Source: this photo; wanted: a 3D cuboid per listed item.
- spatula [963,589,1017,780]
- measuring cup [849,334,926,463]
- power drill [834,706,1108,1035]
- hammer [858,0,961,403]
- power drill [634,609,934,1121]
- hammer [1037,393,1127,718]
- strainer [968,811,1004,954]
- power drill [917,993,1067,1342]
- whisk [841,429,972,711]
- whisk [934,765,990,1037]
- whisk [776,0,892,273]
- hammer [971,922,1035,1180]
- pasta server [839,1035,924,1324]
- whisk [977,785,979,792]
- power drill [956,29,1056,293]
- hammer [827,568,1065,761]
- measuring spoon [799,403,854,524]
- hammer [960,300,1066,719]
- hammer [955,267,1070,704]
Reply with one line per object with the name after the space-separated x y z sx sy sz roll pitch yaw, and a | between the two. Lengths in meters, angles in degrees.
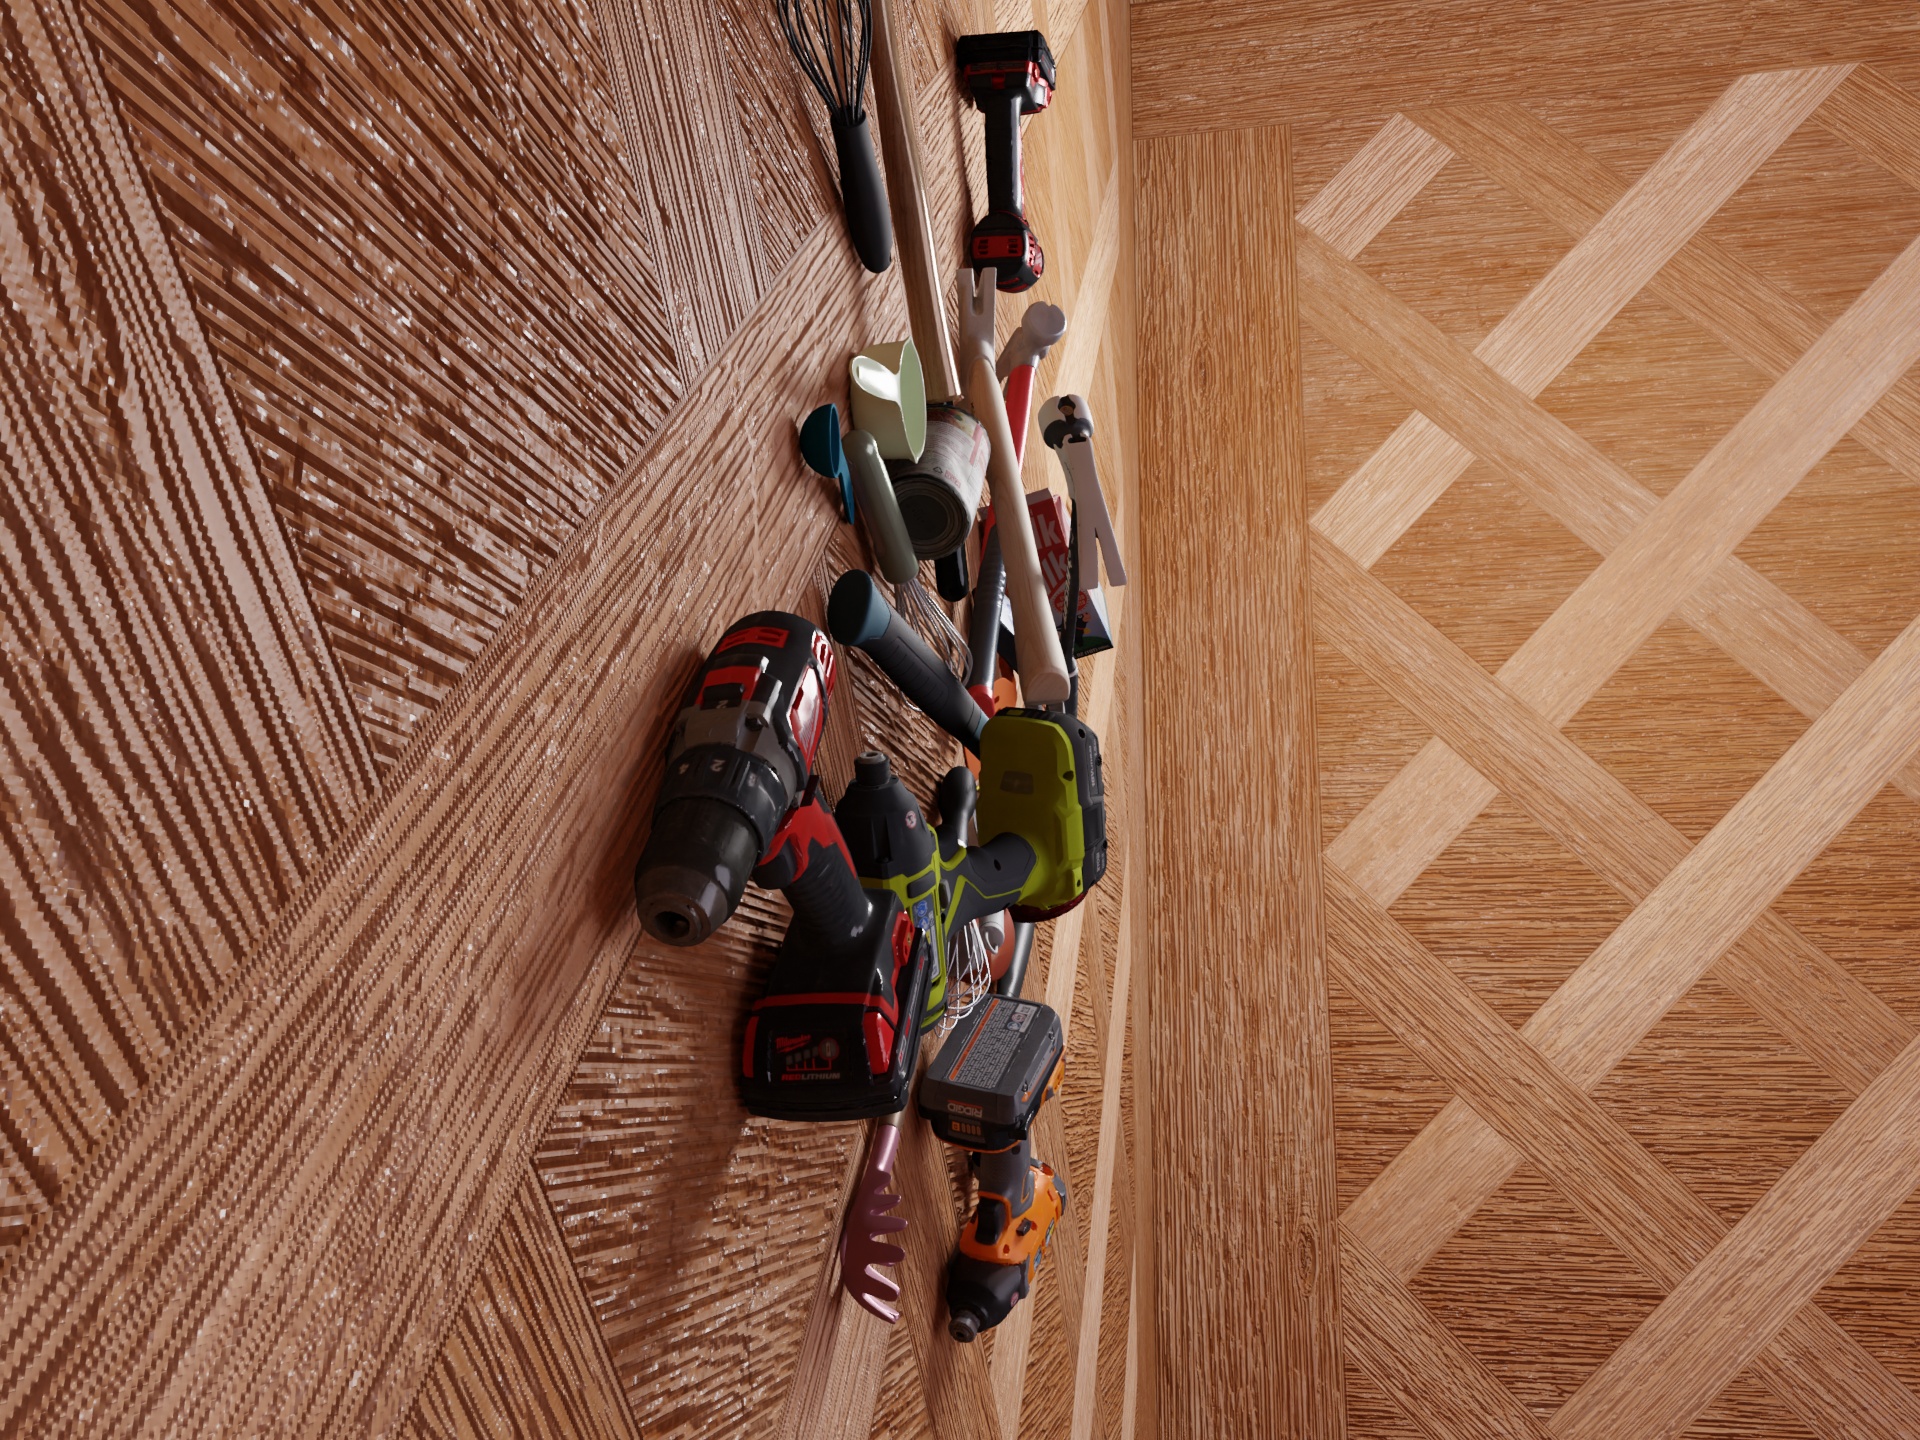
0.035 -0.067 1.472 0.323 0.041 0.081 -83 167 -56 | spatula
-0.058 -0.205 0.993 0.167 0.038 0.083 -14 101 -77 | measuring cup
0.003 0.077 0.996 0.223 0.080 0.171 -27 118 -51 | power drill
-0.040 -0.380 1.068 0.130 0.031 0.331 -62 143 -71 | hammer
-0.081 0.086 0.726 0.188 0.080 0.226 -77 159 -53 | power drill
0.082 -0.047 1.205 0.408 0.036 0.149 89 -8 -55 | hammer
0.021 0.128 1.230 0.087 0.050 0.258 61 8 -11 | strainer
0.025 0.337 1.178 0.164 0.084 0.226 -52 144 -54 | power drill
-0.038 -0.093 1.061 0.058 0.059 0.246 48 -16 43 | whisk
-0.009 0.118 1.143 0.285 0.070 0.070 -83 166 -58 | whisk
-0.066 -0.360 0.957 0.238 0.055 0.055 78 15 -59 | whisk
0.041 0.237 1.410 0.335 0.035 0.146 -73 158 -59 | hammer
-0.034 0.247 1.022 0.316 0.040 0.060 -76 172 -58 | pasta server
0.039 0.046 1.396 0.051 0.047 0.245 52 4 -1 | whisk
0.045 -0.510 1.477 0.143 0.078 0.219 -29 119 -77 | power drill
-0.002 -0.003 1.068 0.330 0.033 0.128 46 59 -55 | hammer
-0.079 -0.146 0.943 0.128 0.021 0.042 82 8 -73 | measuring spoon
0.030 -0.164 1.368 0.143 0.038 0.387 131 -30 -64 | hammer
0.034 -0.173 1.174 0.146 0.038 0.411 89 -6 -45 | hammer
